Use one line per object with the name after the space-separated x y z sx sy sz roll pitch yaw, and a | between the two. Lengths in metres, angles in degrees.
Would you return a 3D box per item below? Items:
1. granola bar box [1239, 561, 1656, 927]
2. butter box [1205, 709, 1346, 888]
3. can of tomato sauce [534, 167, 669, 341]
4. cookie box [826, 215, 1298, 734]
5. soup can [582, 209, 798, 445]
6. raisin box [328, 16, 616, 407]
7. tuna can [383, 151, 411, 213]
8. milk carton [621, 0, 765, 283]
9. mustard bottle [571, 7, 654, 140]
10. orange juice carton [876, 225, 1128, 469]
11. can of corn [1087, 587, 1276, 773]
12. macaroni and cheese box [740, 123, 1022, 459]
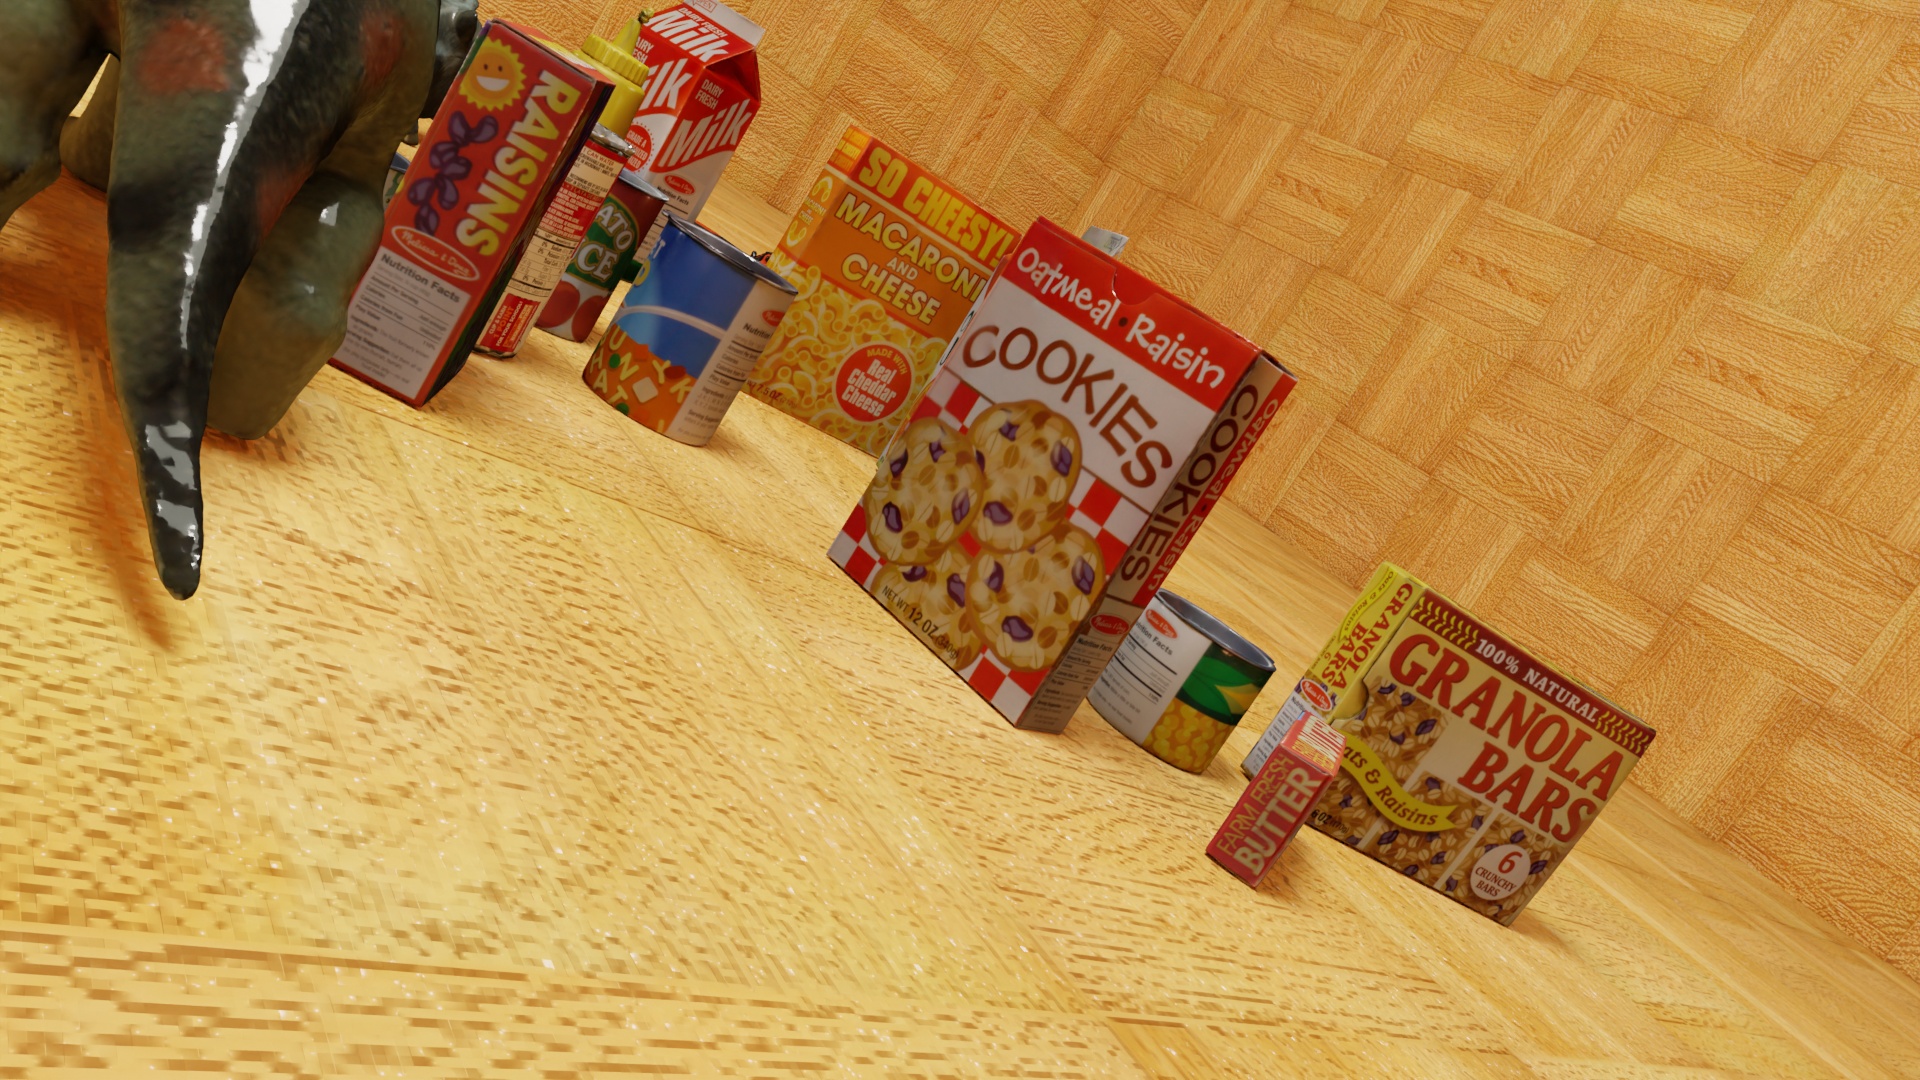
0.238 0.102 0.674 0.165 0.124 0.039 29 10 -21 | granola bar box
0.128 0.100 0.553 0.024 0.053 0.103 35 10 15 | butter box
-0.192 -0.148 0.678 0.071 0.083 0.071 32 10 -6 | can of tomato sauce
0.035 -0.028 0.553 0.123 0.167 0.040 39 12 35 | cookie box
-0.125 -0.096 0.632 0.071 0.083 0.071 32 10 -6 | soup can
-0.167 -0.115 0.478 0.040 0.123 0.086 30 10 -16 | raisin box
-0.293 -0.177 0.651 0.071 0.032 0.071 32 10 -6 | tuna can
-0.203 -0.273 0.933 0.072 0.190 0.073 36 10 20 | milk carton
-0.227 -0.249 0.830 0.049 0.160 0.065 32 9 -5 | mustard bottle
0.033 -0.097 0.804 0.073 0.192 0.072 29 10 -18 | orange juice carton
0.101 0.064 0.629 0.071 0.058 0.071 32 10 -6 | can of corn
-0.057 -0.148 0.846 0.123 0.166 0.040 26 12 -36 | macaroni and cheese box
